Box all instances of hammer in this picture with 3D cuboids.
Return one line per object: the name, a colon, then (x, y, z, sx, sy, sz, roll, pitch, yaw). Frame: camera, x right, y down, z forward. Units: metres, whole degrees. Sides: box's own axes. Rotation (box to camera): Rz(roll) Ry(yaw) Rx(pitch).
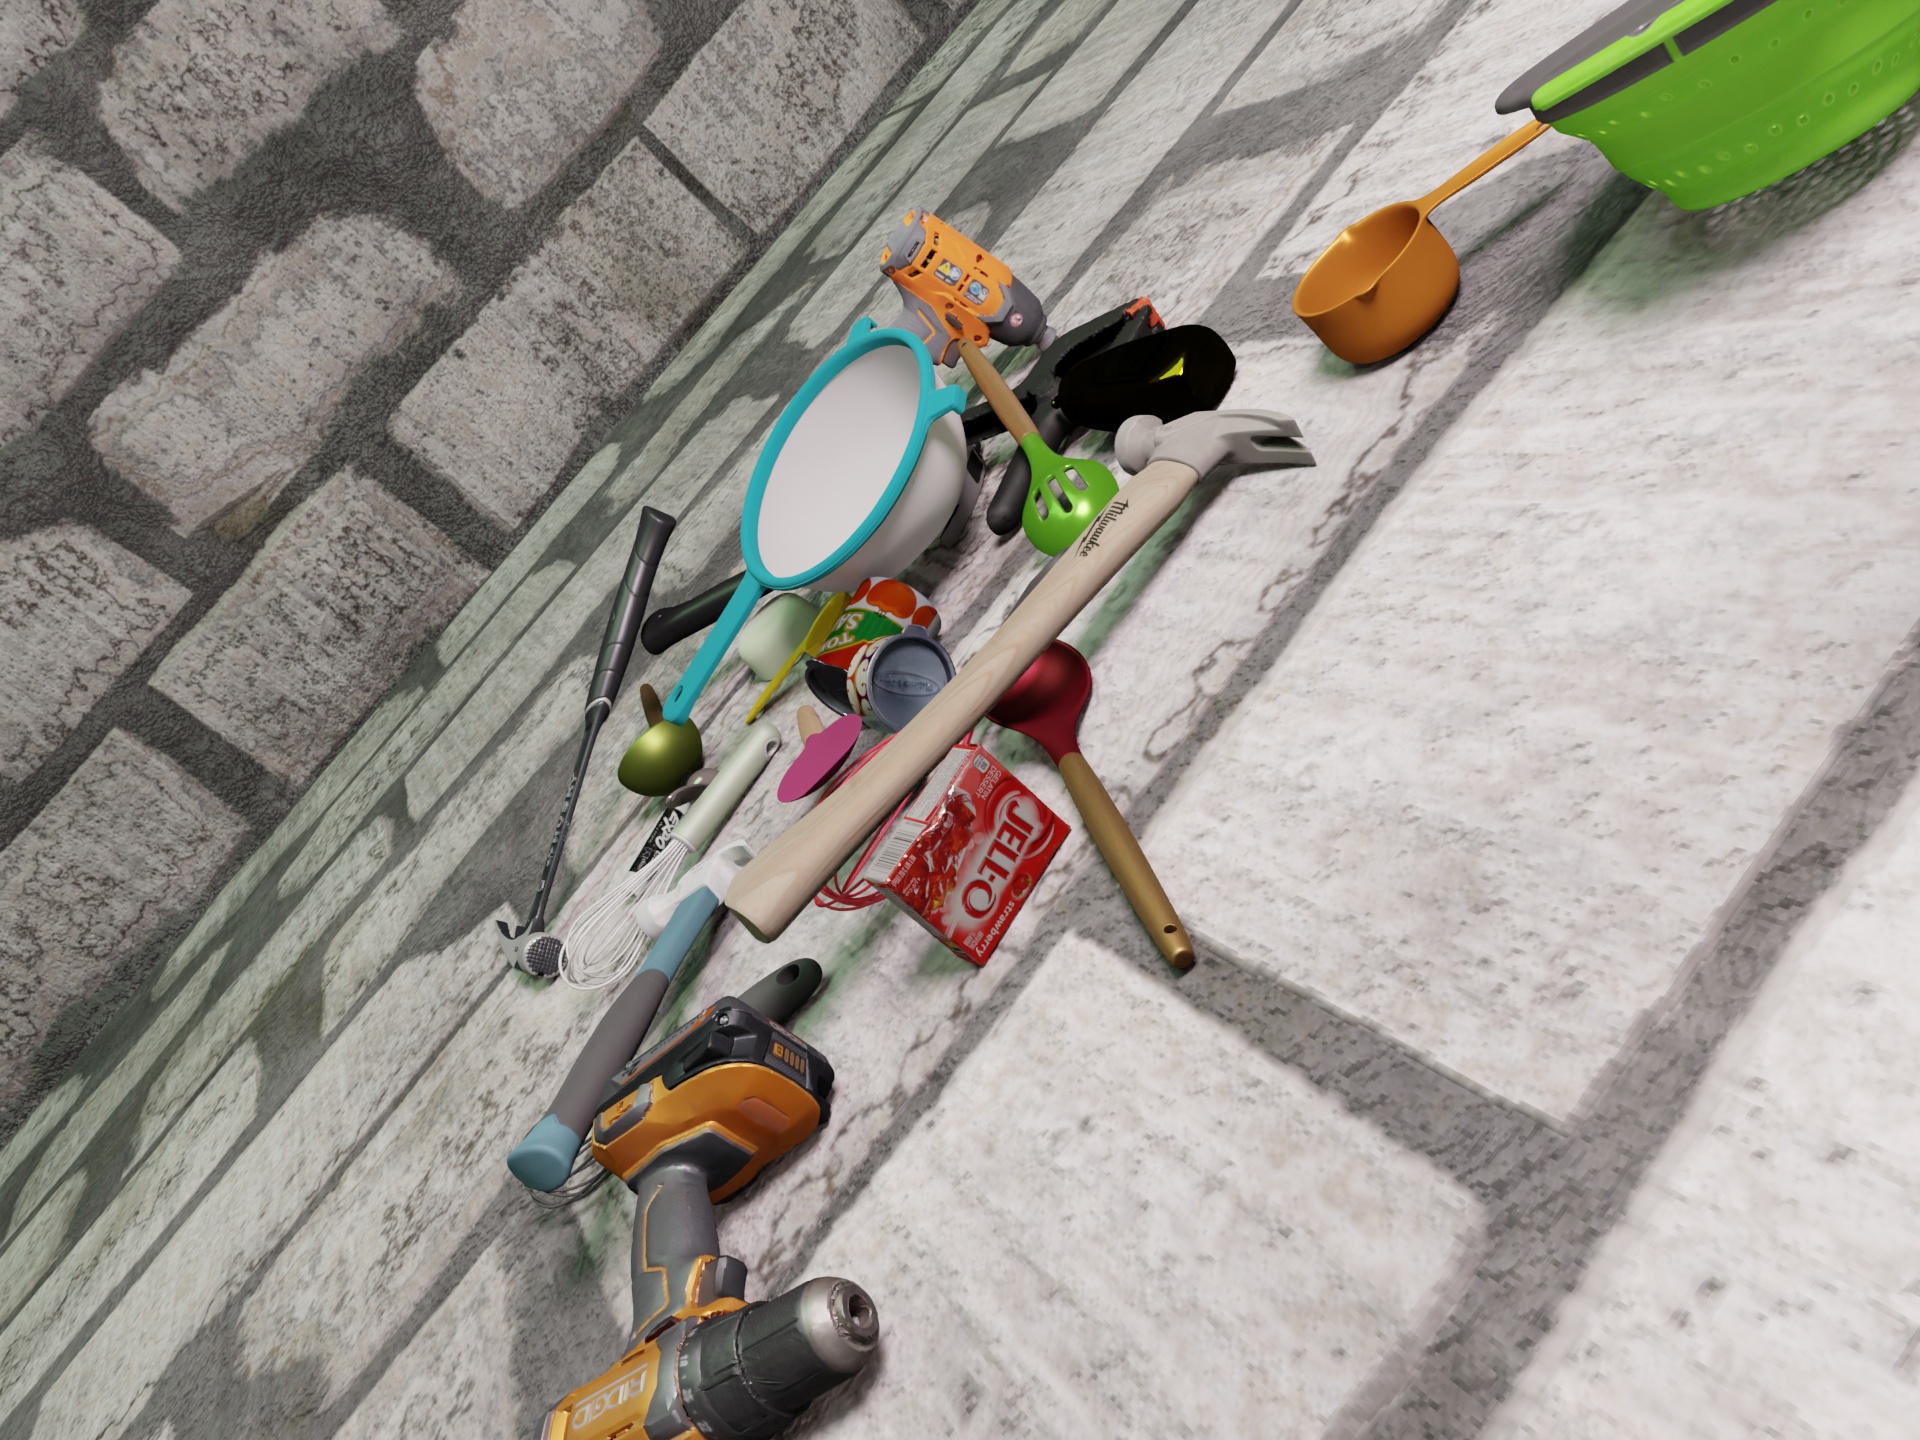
hammer: (-0.195, 0.169, 0.968, 0.128, 0.033, 0.331, -35, 14, 21)
hammer: (0.029, -0.034, 0.877, 0.411, 0.038, 0.146, -47, 30, -19)
hammer: (-0.311, 0.011, 1.341, 0.149, 0.036, 0.409, -7, 66, 62)
hammer: (-0.129, -0.134, 1.321, 0.335, 0.035, 0.146, -25, 32, 21)

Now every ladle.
ladle: (0.065, 0.033, 0.815, 0.069, 0.031, 0.316, -20, 28, -2)
ladle: (-0.279, 0.000, 1.429, 0.078, 0.062, 0.320, -46, 21, 0)

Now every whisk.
whisk: (-0.002, -0.003, 0.957, 0.073, 0.073, 0.296, -10, 38, 55)
whisk: (-0.173, 0.211, 0.939, 0.239, 0.055, 0.055, -38, 25, 13)
whisk: (-0.211, 0.097, 1.177, 0.059, 0.057, 0.246, 23, 64, 29)

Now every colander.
colander: (0.398, -0.338, 0.759, 0.204, 0.094, 0.397, -21, 18, 47)

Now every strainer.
strainer: (-0.099, -0.124, 1.189, 0.340, 0.095, 0.211, -55, 36, 11)

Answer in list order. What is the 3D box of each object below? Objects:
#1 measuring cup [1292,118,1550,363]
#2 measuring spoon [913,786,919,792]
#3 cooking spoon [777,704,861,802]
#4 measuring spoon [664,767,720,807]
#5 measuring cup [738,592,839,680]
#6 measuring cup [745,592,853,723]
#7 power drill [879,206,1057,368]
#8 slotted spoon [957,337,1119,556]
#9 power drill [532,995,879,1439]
measuring cup: (0.272, -0.268, 0.893, 0.173, 0.052, 0.095, -34, 27, 25)
measuring spoon: (-0.009, 0.006, 1.007, 0.129, 0.021, 0.042, -48, 9, -22)
cooking spoon: (-0.096, 0.012, 1.051, 0.069, 0.017, 0.319, -45, 10, -1)
measuring spoon: (-0.210, 0.051, 1.213, 0.034, 0.018, 0.124, -50, -2, 5)
measuring cup: (-0.126, -0.107, 1.344, 0.167, 0.038, 0.083, -48, 23, 7)
measuring cup: (-0.124, -0.041, 1.272, 0.156, 0.029, 0.062, -47, 20, 34)
power drill: (-0.032, -0.299, 1.363, 0.226, 0.164, 0.084, -55, 21, 17)
slotted spoon: (0.041, -0.210, 1.142, 0.070, 0.031, 0.314, -37, 37, 10)
power drill: (-0.110, 0.240, 0.744, 0.185, 0.084, 0.226, -37, 30, 24)
